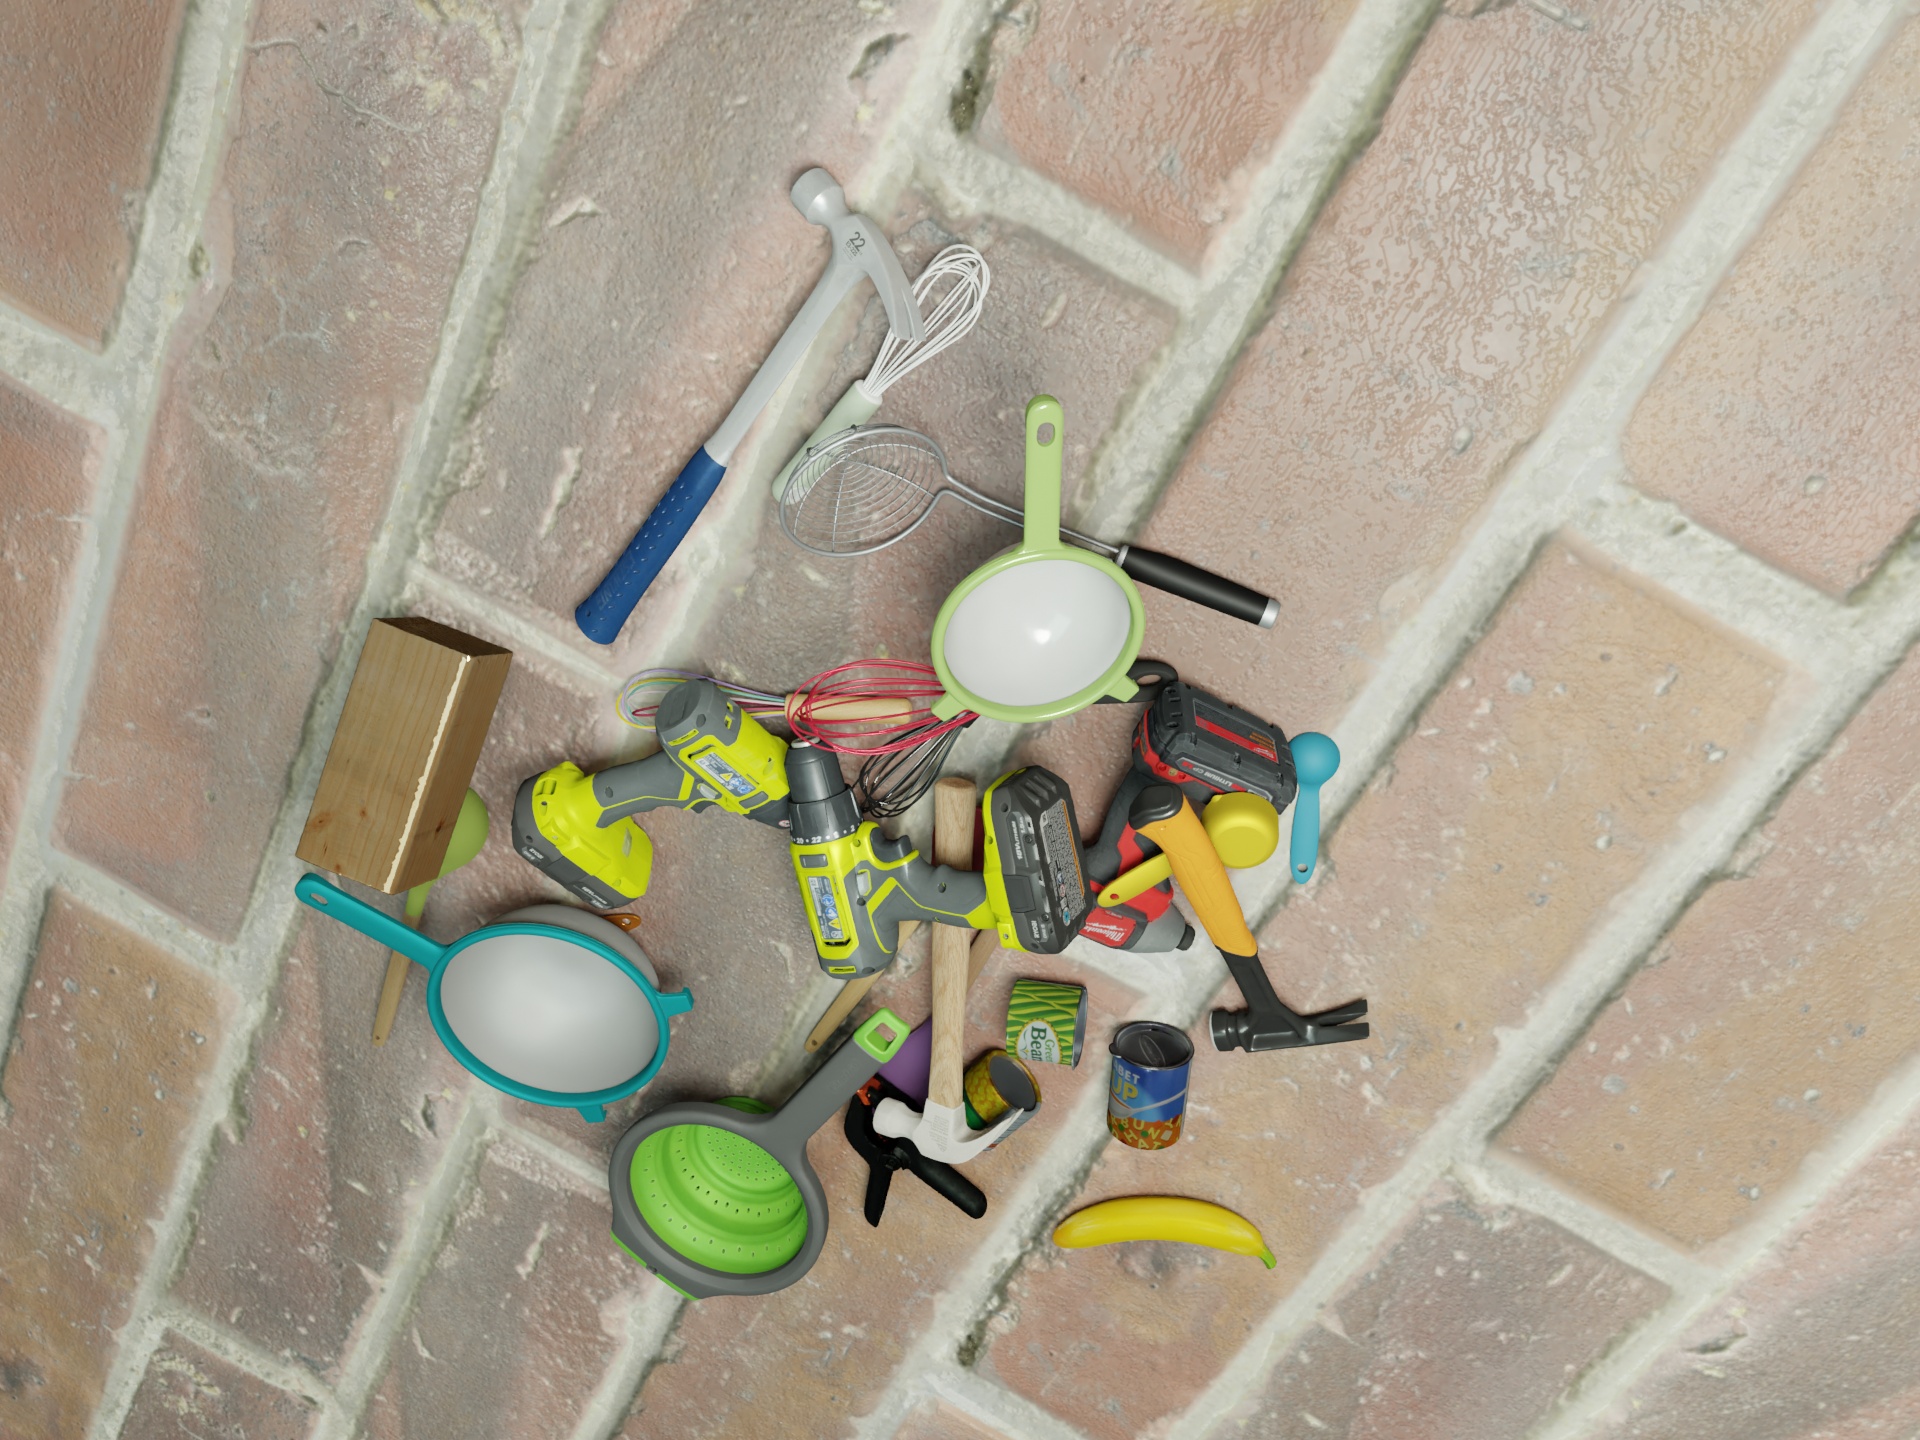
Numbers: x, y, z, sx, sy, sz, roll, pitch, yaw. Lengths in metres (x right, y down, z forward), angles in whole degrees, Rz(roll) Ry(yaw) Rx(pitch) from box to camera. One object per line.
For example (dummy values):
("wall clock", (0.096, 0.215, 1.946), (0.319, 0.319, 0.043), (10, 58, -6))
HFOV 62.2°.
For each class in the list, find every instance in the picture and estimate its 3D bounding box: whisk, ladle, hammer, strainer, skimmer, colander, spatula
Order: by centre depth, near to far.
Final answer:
("strainer", (0.049, -0.116, 1.086), (0.151, 0.069, 0.256), (-6, 129, -7))
("skimmer", (0.052, -0.120, 1.151), (0.363, 0.090, 0.127), (21, 139, 3))
("whisk", (-0.062, -0.245, 1.156), (0.246, 0.057, 0.059), (-45, 62, 29))
("hammer", (0.205, 0.153, 1.176), (0.127, 0.034, 0.336), (-10, 138, 22))
("whisk", (0.019, -0.018, 1.184), (0.296, 0.073, 0.073), (-6, 113, -8))
("hammer", (-0.174, -0.202, 1.185), (0.405, 0.035, 0.144), (-48, 69, 29))
("whisk", (-0.003, -0.005, 1.240), (0.055, 0.055, 0.239), (42, 111, -6))
("whisk", (-0.160, -0.008, 1.280), (0.245, 0.047, 0.051), (2, 112, 10))
("hammer", (-0.007, 0.207, 1.289), (0.130, 0.031, 0.331), (12, 109, 30))
("ladle", (-0.052, 0.182, 1.343), (0.069, 0.031, 0.315), (40, 118, 6))
("spatula", (-0.005, 0.239, 1.358), (0.060, 0.018, 0.315), (27, 119, -1))
("strainer", (-0.403, 0.202, 1.383), (0.340, 0.095, 0.211), (31, 121, -12))
("colander", (-0.158, 0.357, 1.403), (0.204, 0.094, 0.397), (39, 118, -4))
("ladle", (-0.499, 0.185, 1.456), (0.078, 0.062, 0.320), (26, 123, 0))

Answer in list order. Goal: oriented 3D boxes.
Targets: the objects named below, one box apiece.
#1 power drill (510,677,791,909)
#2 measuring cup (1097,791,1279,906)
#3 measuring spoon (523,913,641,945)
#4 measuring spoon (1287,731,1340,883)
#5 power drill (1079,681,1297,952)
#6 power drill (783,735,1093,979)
("power drill", (-0.236, 0.068, 1.291), (0.223, 0.080, 0.171), (-24, 132, 24))
("measuring cup", (0.164, 0.107, 1.167), (0.156, 0.029, 0.062), (-34, 117, 24))
("measuring spoon", (-0.339, 0.185, 1.427), (0.117, 0.011, 0.021), (-10, 123, 15))
("measuring spoon", (0.265, 0.072, 1.217), (0.042, 0.021, 0.128), (5, 113, 12))
("power drill", (0.157, 0.090, 1.219), (0.143, 0.079, 0.219), (25, 122, -12))
("power drill", (-0.029, 0.098, 1.204), (0.228, 0.080, 0.190), (-6, 104, 28))
